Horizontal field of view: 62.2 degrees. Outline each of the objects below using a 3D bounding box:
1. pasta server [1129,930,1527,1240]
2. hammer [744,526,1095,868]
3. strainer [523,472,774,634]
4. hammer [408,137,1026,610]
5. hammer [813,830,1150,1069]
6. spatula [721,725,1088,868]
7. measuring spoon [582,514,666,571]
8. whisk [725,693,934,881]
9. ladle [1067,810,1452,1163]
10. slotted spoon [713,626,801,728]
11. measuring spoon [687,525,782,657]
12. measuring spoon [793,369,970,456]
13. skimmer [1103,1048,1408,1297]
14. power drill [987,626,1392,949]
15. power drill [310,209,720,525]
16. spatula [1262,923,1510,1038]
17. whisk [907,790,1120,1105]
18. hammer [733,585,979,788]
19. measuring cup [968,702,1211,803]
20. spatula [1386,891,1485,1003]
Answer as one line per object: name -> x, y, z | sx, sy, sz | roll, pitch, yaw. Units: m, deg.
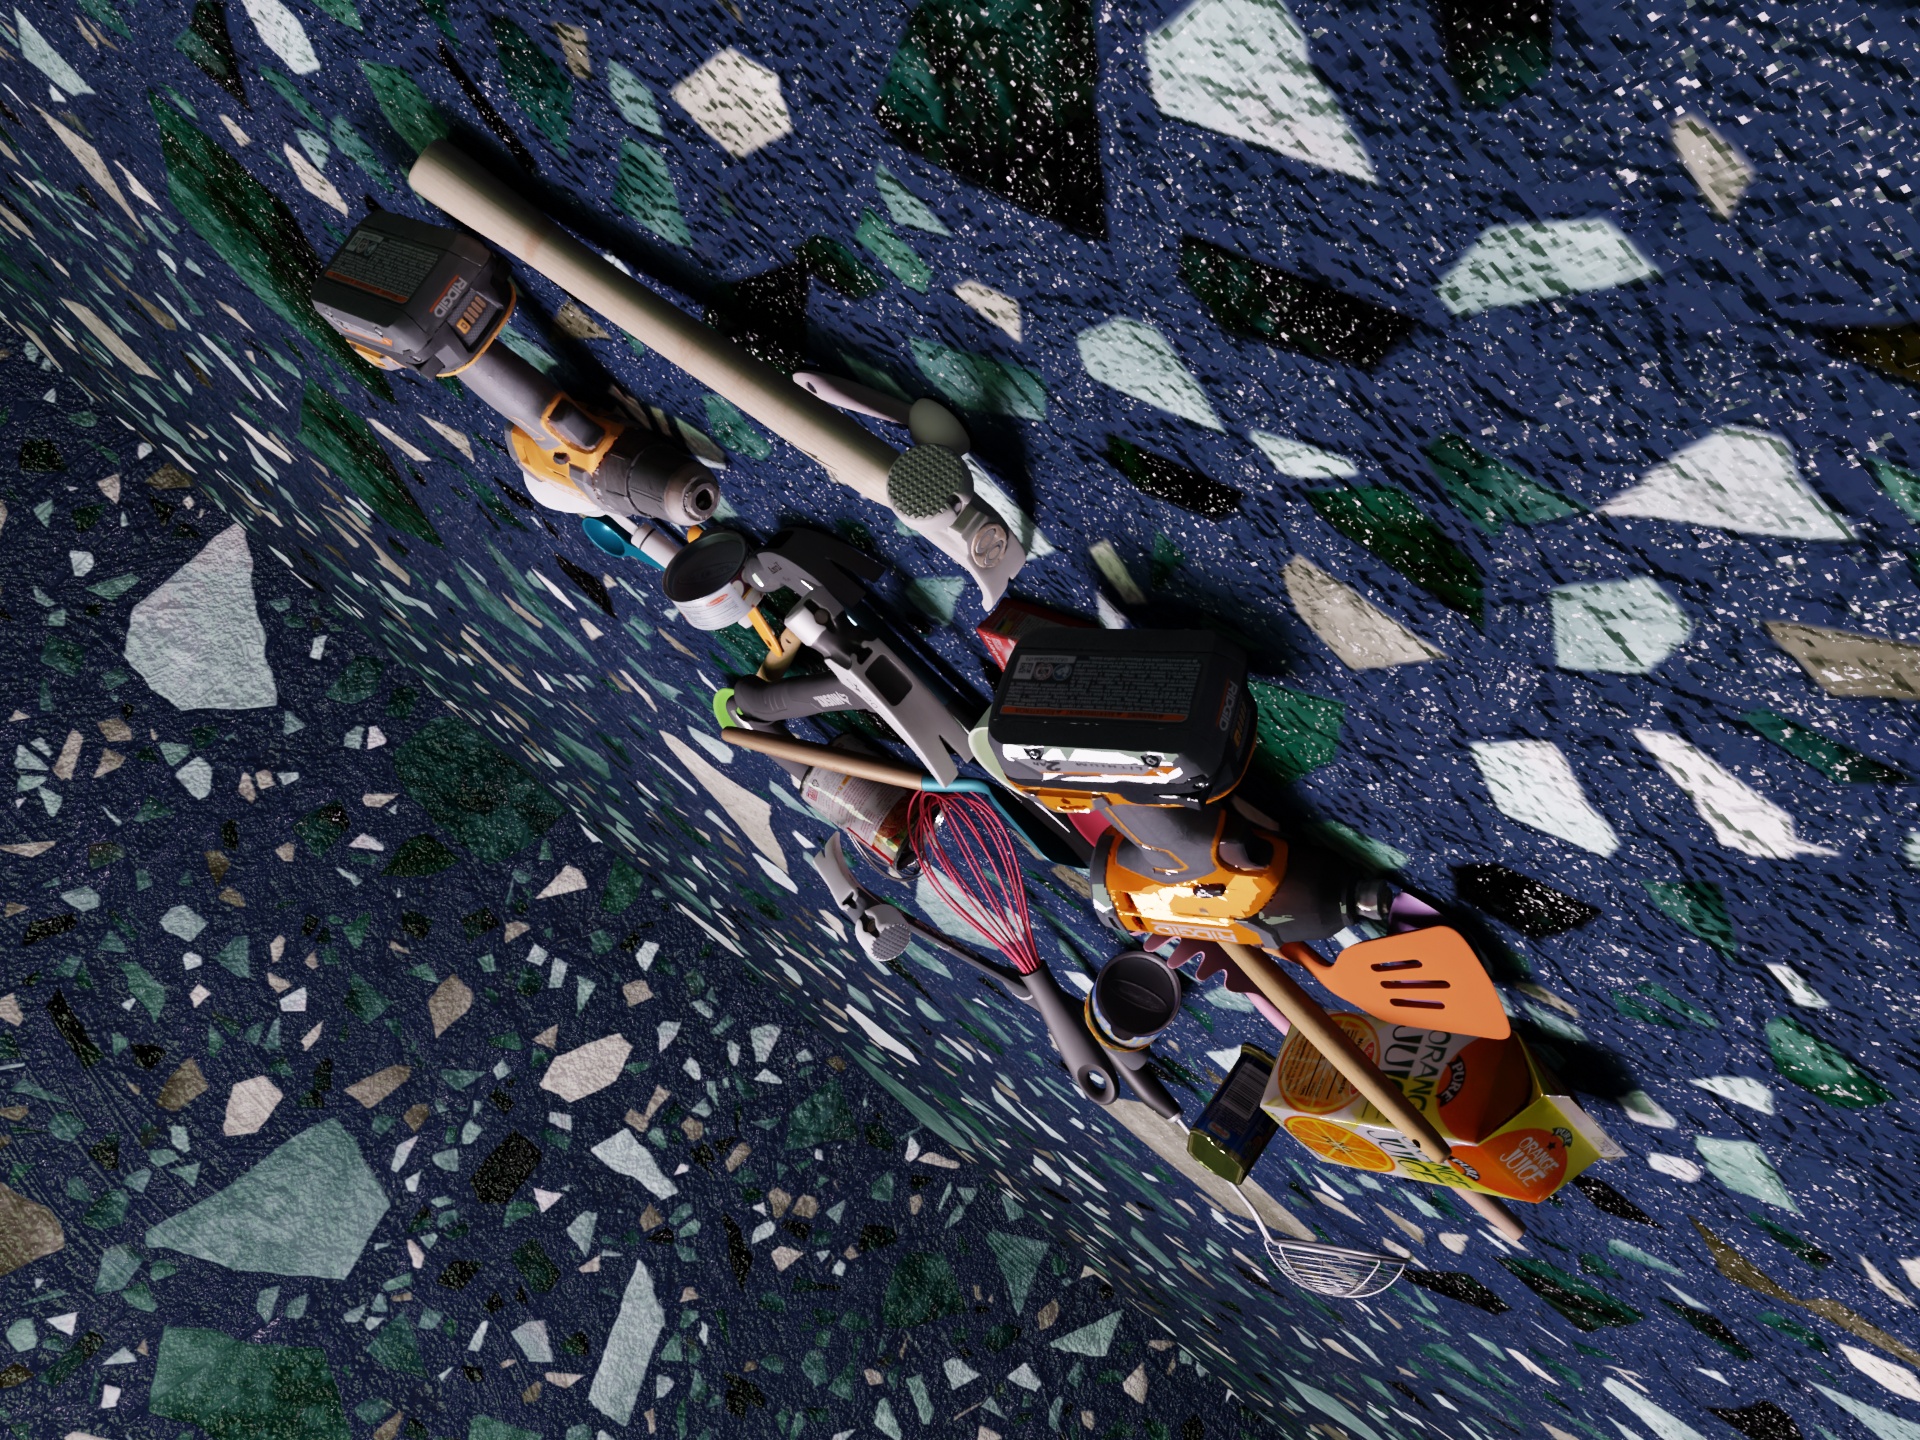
pasta server -> 0.244, 0.236, 1.066 | 0.316, 0.040, 0.060 | 42, 180, 12
hammer -> -0.002, -0.003, 1.037 | 0.331, 0.033, 0.128 | 44, 163, -13
strainer -> -0.242, -0.141, 1.177 | 0.258, 0.050, 0.087 | 37, 148, -2
hammer -> -0.137, -0.191, 0.829 | 0.411, 0.038, 0.146 | 36, 178, 21
hammer -> 0.033, 0.209, 1.316 | 0.408, 0.036, 0.149 | 36, -174, -40
spatula -> -0.050, 0.049, 1.161 | 0.318, 0.044, 0.082 | 13, 178, 29
measuring spoon -> -0.234, -0.132, 1.225 | 0.129, 0.021, 0.042 | 24, 152, 17
whisk -> -0.109, 0.056, 1.338 | 0.238, 0.055, 0.055 | 44, 162, -26
ladle -> 0.166, 0.136, 0.927 | 0.316, 0.031, 0.069 | 47, 156, 34
slotted spoon -> -0.156, -0.030, 1.290 | 0.070, 0.031, 0.313 | 40, 160, -3
measuring spoon -> -0.164, -0.091, 1.153 | 0.116, 0.011, 0.021 | 57, 157, -21
measuring spoon -> -0.045, -0.152, 0.789 | 0.124, 0.018, 0.034 | 26, 158, 37
skimmer -> 0.259, 0.393, 1.474 | 0.363, 0.090, 0.127 | 49, 165, 4
power drill -> 0.123, 0.046, 0.815 | 0.164, 0.084, 0.226 | 3, 148, 29
power drill -> -0.260, -0.201, 0.975 | 0.185, 0.084, 0.226 | 25, 168, 38
spatula -> 0.190, 0.125, 0.956 | 0.081, 0.041, 0.323 | 57, 164, -21
whisk -> 0.046, 0.174, 1.218 | 0.295, 0.073, 0.073 | 60, 158, -11
hammer -> -0.097, -0.015, 1.097 | 0.146, 0.035, 0.335 | 44, 164, -14
measuring cup -> 0.081, 0.022, 0.938 | 0.168, 0.038, 0.083 | 11, 148, 38
spatula -> 0.273, 0.181, 0.954 | 0.060, 0.018, 0.315 | 33, 160, 25
